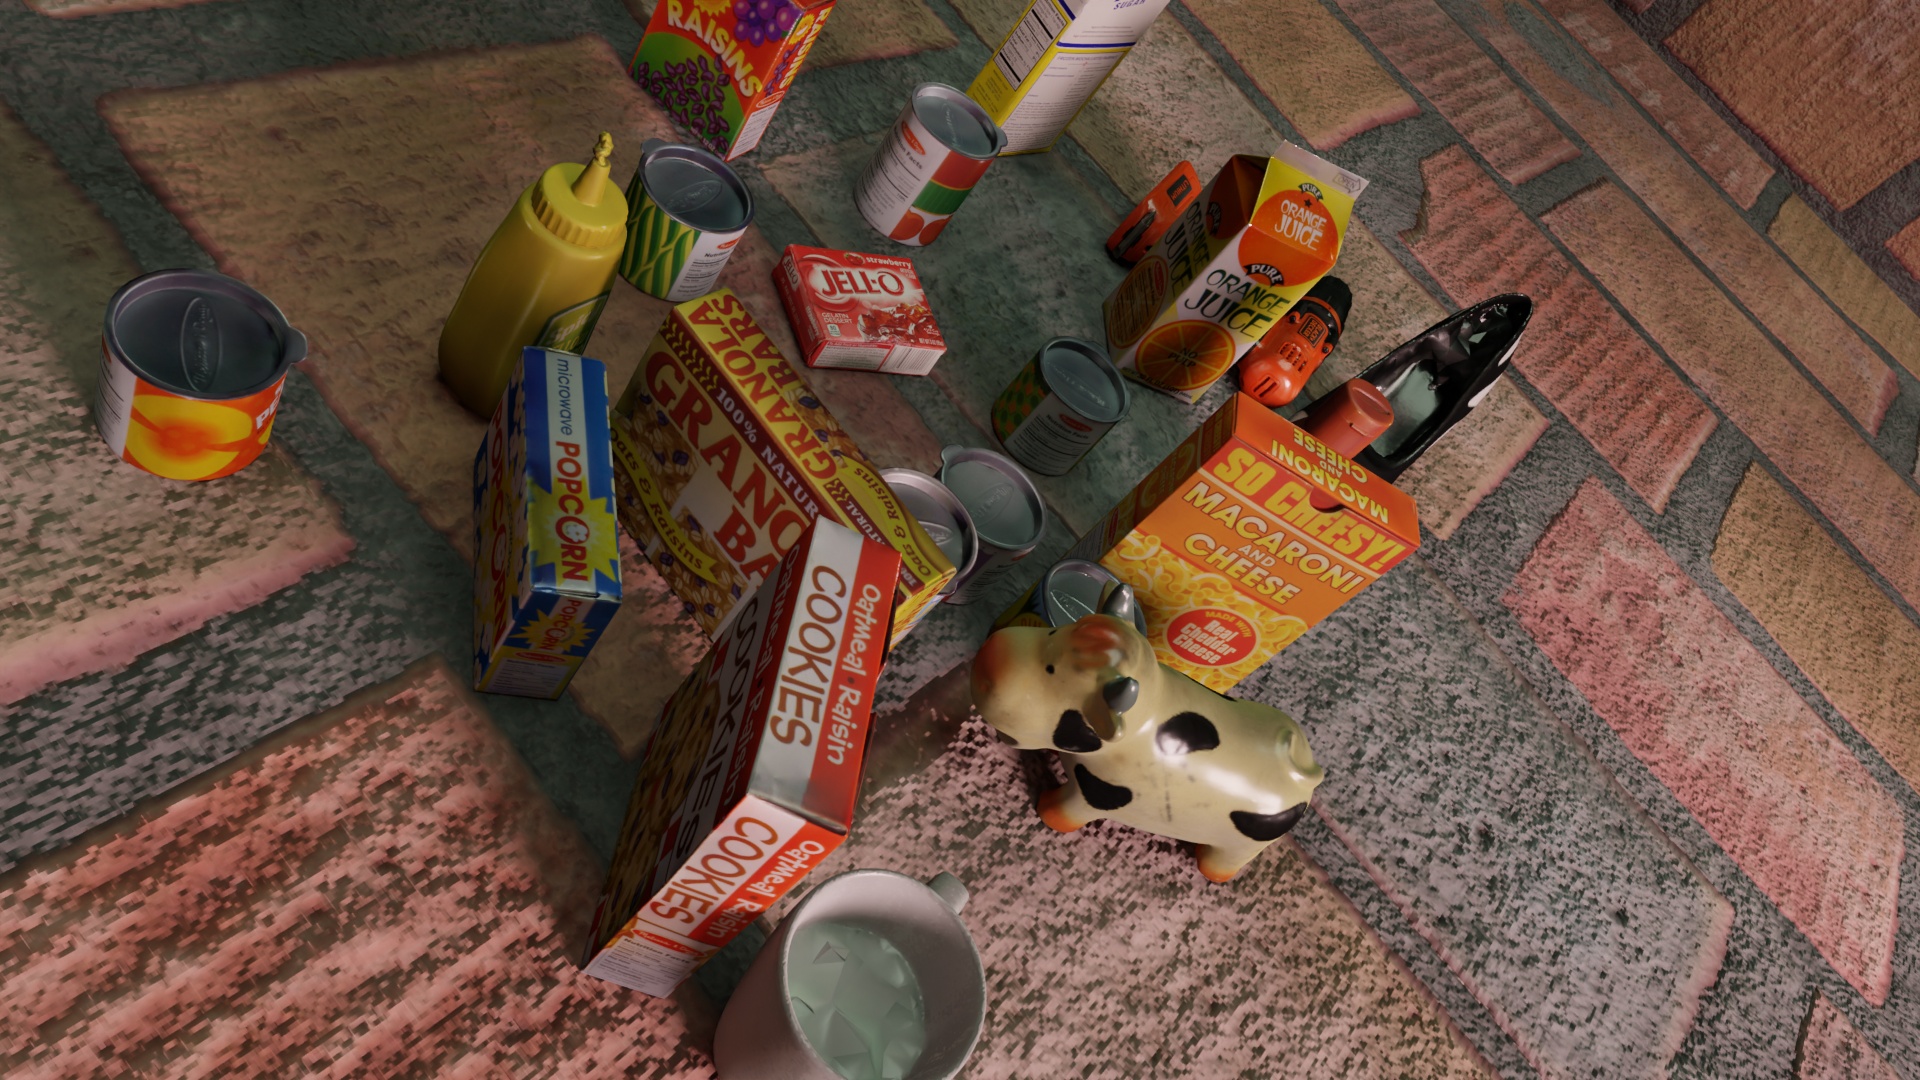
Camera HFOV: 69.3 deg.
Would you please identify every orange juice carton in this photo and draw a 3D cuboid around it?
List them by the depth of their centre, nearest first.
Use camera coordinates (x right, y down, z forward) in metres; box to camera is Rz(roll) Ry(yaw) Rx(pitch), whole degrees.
[{"bbox_3d":[0.180,-0.184,0.926,0.072,0.191,0.073,19,47,-24],"label":"orange juice carton"}]

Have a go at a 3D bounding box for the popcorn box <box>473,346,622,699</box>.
[{"bbox_3d":[-0.179,-0.008,0.595,0.038,0.084,0.127,9,52,-32],"label":"popcorn box"}]

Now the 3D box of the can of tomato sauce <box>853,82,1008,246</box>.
[{"bbox_3d":[-0.021,-0.243,0.905,0.071,0.082,0.071,20,47,-23],"label":"can of tomato sauce"}]

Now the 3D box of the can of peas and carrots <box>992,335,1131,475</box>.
[{"bbox_3d":[0.062,-0.084,0.856,0.071,0.058,0.071,20,47,-23],"label":"can of peas and carrots"}]

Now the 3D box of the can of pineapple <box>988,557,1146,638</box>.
[{"bbox_3d":[0.055,0.052,0.741,0.071,0.057,0.071,20,47,-23],"label":"can of pineapple"}]

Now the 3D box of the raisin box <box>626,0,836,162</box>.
[{"bbox_3d":[-0.140,-0.304,0.835,0.086,0.122,0.040,45,42,2],"label":"raisin box"}]

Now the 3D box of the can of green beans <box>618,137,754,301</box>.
[{"bbox_3d":[-0.156,-0.175,0.767,0.071,0.057,0.071,20,47,-23],"label":"can of green beans"}]

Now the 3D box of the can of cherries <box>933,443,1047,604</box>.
[{"bbox_3d":[0.003,-0.009,0.752,0.071,0.058,0.072,20,47,-23],"label":"can of cherries"}]

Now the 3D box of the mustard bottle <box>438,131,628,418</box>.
[{"bbox_3d":[-0.186,-0.120,0.625,0.049,0.159,0.065,45,42,2],"label":"mustard bottle"}]

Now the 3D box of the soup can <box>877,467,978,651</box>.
[{"bbox_3d":[-0.040,0.017,0.680,0.071,0.083,0.072,20,47,-23],"label":"soup can"}]

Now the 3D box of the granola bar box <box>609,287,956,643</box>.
[{"bbox_3d":[-0.093,-0.011,0.633,0.165,0.123,0.039,51,43,9],"label":"granola bar box"}]

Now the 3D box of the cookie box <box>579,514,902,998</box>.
[{"bbox_3d":[-0.084,0.086,0.530,0.040,0.166,0.123,26,45,-18],"label":"cookie box"}]

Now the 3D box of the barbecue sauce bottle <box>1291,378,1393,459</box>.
[{"bbox_3d":[0.203,-0.041,0.860,0.065,0.147,0.044,32,43,-12],"label":"barbecue sauce bottle"}]

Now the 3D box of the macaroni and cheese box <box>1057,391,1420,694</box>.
[{"bbox_3d":[0.147,0.009,0.765,0.123,0.165,0.040,29,44,-16],"label":"macaroni and cheese box"}]

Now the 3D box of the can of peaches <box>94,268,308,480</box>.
[{"bbox_3d":[-0.309,-0.066,0.564,0.071,0.057,0.071,20,47,-23],"label":"can of peaches"}]
